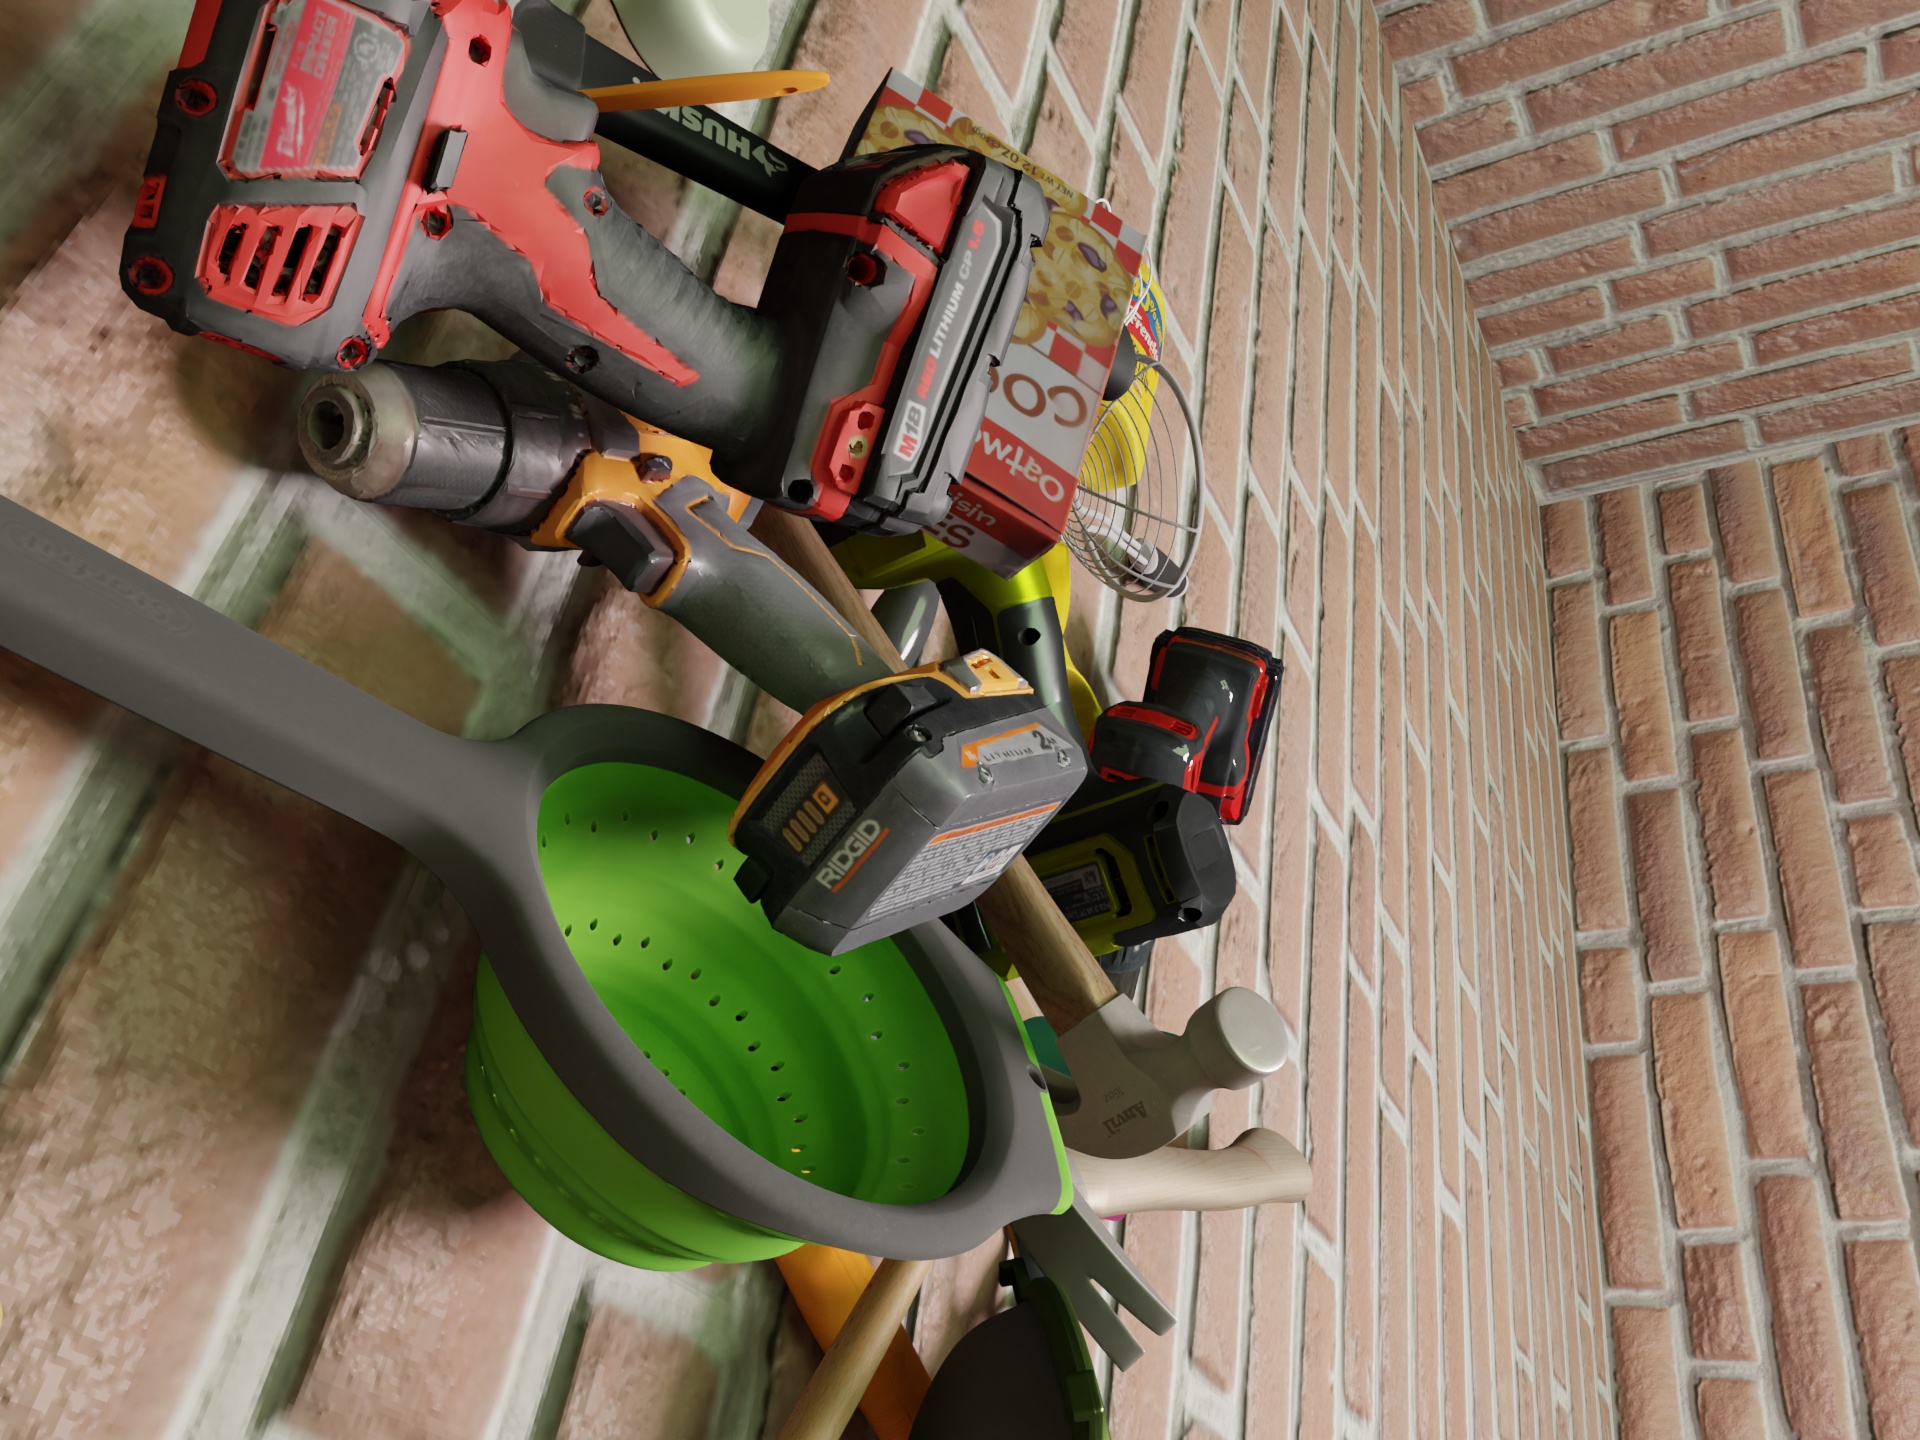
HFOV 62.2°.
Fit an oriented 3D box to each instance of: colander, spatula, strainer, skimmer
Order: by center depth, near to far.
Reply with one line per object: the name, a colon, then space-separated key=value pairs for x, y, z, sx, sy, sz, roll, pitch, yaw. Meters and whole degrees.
colander: x=-0.140 y=0.060 z=0.449 sx=0.396 sy=0.094 sz=0.205 roll=34 pitch=21 yaw=-31
spatula: x=-0.021 y=0.218 z=0.581 sx=0.318 sy=0.082 sz=0.044 roll=-54 pitch=128 yaw=-35
strainer: x=0.020 y=0.340 z=0.584 sx=0.151 sy=0.069 sz=0.256 roll=161 pitch=-76 yaw=-81
skimmer: x=0.125 y=-0.115 z=0.941 sx=0.363 sy=0.090 sz=0.127 roll=13 pitch=63 yaw=-72

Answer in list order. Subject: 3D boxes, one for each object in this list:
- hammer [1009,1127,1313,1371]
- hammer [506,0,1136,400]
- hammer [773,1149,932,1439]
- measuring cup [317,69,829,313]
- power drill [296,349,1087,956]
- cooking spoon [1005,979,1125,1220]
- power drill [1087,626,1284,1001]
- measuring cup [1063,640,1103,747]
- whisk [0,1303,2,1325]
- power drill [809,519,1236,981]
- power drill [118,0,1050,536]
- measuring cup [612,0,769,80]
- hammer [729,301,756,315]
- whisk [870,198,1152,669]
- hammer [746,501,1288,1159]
hammer: x=0.121 y=0.247 z=0.829 sx=0.146 sy=0.038 sz=0.410 roll=49 pitch=11 yaw=30
hammer: x=-0.052 y=-0.201 z=0.643 sx=0.334 sy=0.035 sz=0.146 roll=18 pitch=60 yaw=-38
hammer: x=-0.016 y=0.284 z=0.656 sx=0.336 sy=0.034 sz=0.127 roll=66 pitch=31 yaw=-24
measuring cup: x=-0.121 y=-0.162 z=0.486 sx=0.095 sy=0.173 sz=0.052 roll=-153 pitch=-128 yaw=-79
power drill: x=-0.083 y=-0.034 z=0.502 sx=0.226 sy=0.084 sz=0.185 roll=46 pitch=21 yaw=16
cooking spoon: x=0.029 y=0.149 z=0.806 sx=0.318 sy=0.017 sz=0.069 roll=61 pitch=41 yaw=-32
power drill: x=0.111 y=0.056 z=0.901 sx=0.227 sy=0.080 sz=0.187 roll=-43 pitch=146 yaw=-61
measuring cup: x=0.041 y=-0.046 z=0.905 sx=0.062 sy=0.029 sz=0.156 roll=1 pitch=68 yaw=-61
whisk: x=-0.262 y=0.062 z=0.261 sx=0.244 sy=0.047 sz=0.051 roll=56 pitch=34 yaw=-42
power drill: x=-0.001 y=-0.002 z=0.663 sx=0.080 sy=0.171 sz=0.223 roll=-13 pitch=84 yaw=-61
power drill: x=-0.092 y=-0.141 z=0.430 sx=0.219 sy=0.079 sz=0.143 roll=15 pitch=97 yaw=-33
measuring cup: x=-0.133 y=-0.314 z=0.643 sx=0.167 sy=0.038 sz=0.083 roll=4 pitch=77 yaw=-64
hammer: x=-0.062 y=-0.165 z=0.734 sx=0.331 sy=0.033 sz=0.128 roll=-9 pitch=88 yaw=-62
whisk: x=0.015 y=-0.133 z=0.764 sx=0.070 sy=0.070 sz=0.285 roll=45 pitch=66 yaw=-48
hammer: x=-0.016 y=0.015 z=0.602 sx=0.031 sy=0.130 sz=0.331 roll=-20 pitch=70 yaw=-44
